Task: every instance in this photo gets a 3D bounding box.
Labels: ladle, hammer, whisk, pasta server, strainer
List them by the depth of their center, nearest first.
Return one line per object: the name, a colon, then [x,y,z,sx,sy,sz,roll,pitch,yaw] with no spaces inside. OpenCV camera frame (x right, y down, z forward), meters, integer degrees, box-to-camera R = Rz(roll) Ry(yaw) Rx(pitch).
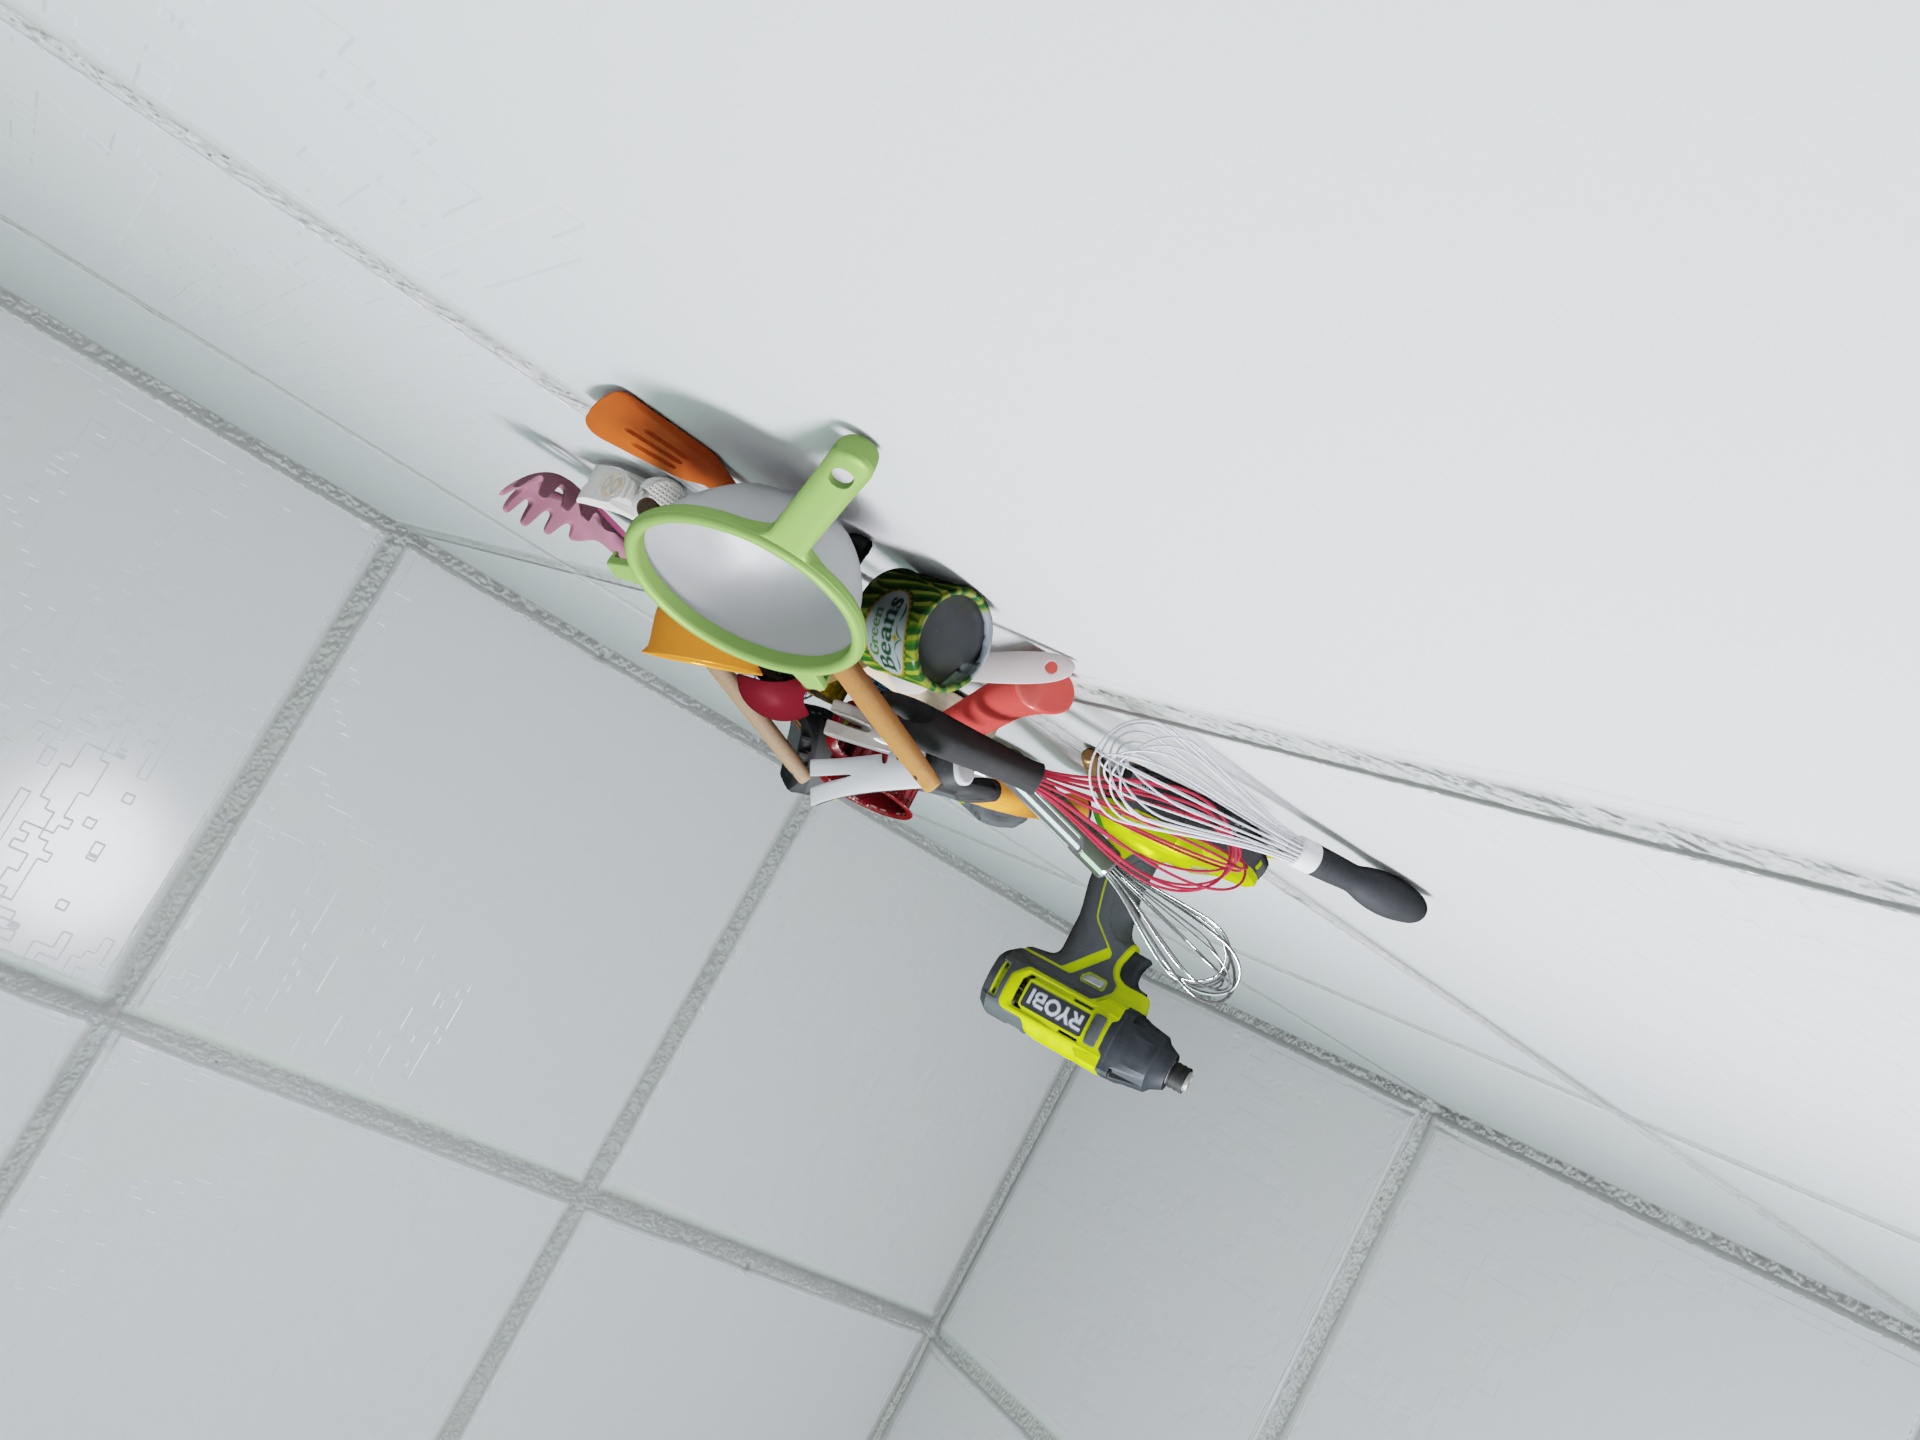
strainer: [-0.092,-0.110,0.877,0.151,0.069,0.256,31,152,-13]
whisk: [0.205,0.079,1.067,0.284,0.070,0.070,26,174,-21]
whisk: [0.069,0.048,1.089,0.295,0.073,0.073,25,174,-12]
whisk: [0.112,0.111,1.147,0.246,0.059,0.057,45,138,-4]
hammer: [-0.002,-0.004,1.180,0.149,0.037,0.359,18,168,-11]
ladle: [-0.108,-0.036,1.252,0.069,0.031,0.315,31,159,-20]
hammer: [0.016,0.059,1.262,0.127,0.034,0.336,-8,169,26]
hammer: [-0.121,-0.081,1.277,0.410,0.038,0.146,34,173,-36]
pasta server: [-0.245,-0.104,1.311,0.060,0.040,0.316,-9,140,42]

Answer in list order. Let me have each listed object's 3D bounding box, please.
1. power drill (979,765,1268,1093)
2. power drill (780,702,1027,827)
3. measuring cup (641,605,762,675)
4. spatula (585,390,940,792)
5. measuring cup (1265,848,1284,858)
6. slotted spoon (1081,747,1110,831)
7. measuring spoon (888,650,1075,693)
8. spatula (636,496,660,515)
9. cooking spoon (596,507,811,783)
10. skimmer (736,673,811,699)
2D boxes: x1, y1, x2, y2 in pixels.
power drill: [0.139,0.164,1.228,0.171,0.223,0.080,26,172,22]
power drill: [-0.053,0.043,1.540,0.228,0.080,0.191,12,-175,-13]
measuring cup: [-0.204,-0.069,1.285,0.095,0.052,0.173,11,180,-9]
spatula: [-0.116,-0.077,1.008,0.322,0.041,0.081,54,154,-13]
measuring cup: [0.198,0.087,1.304,0.157,0.029,0.062,10,164,31]
slotted spoon: [0.133,0.071,1.403,0.070,0.031,0.313,26,171,18]
measuring spoon: [0.010,-0.034,1.003,0.124,0.034,0.018,0,-179,17]
spatula: [-0.195,-0.113,1.080,0.060,0.018,0.316,20,175,-3]
cooking spoon: [-0.233,-0.072,1.394,0.319,0.017,0.069,52,167,-6]
skimmer: [-0.203,-0.105,1.448,0.127,0.090,0.363,25,162,14]
